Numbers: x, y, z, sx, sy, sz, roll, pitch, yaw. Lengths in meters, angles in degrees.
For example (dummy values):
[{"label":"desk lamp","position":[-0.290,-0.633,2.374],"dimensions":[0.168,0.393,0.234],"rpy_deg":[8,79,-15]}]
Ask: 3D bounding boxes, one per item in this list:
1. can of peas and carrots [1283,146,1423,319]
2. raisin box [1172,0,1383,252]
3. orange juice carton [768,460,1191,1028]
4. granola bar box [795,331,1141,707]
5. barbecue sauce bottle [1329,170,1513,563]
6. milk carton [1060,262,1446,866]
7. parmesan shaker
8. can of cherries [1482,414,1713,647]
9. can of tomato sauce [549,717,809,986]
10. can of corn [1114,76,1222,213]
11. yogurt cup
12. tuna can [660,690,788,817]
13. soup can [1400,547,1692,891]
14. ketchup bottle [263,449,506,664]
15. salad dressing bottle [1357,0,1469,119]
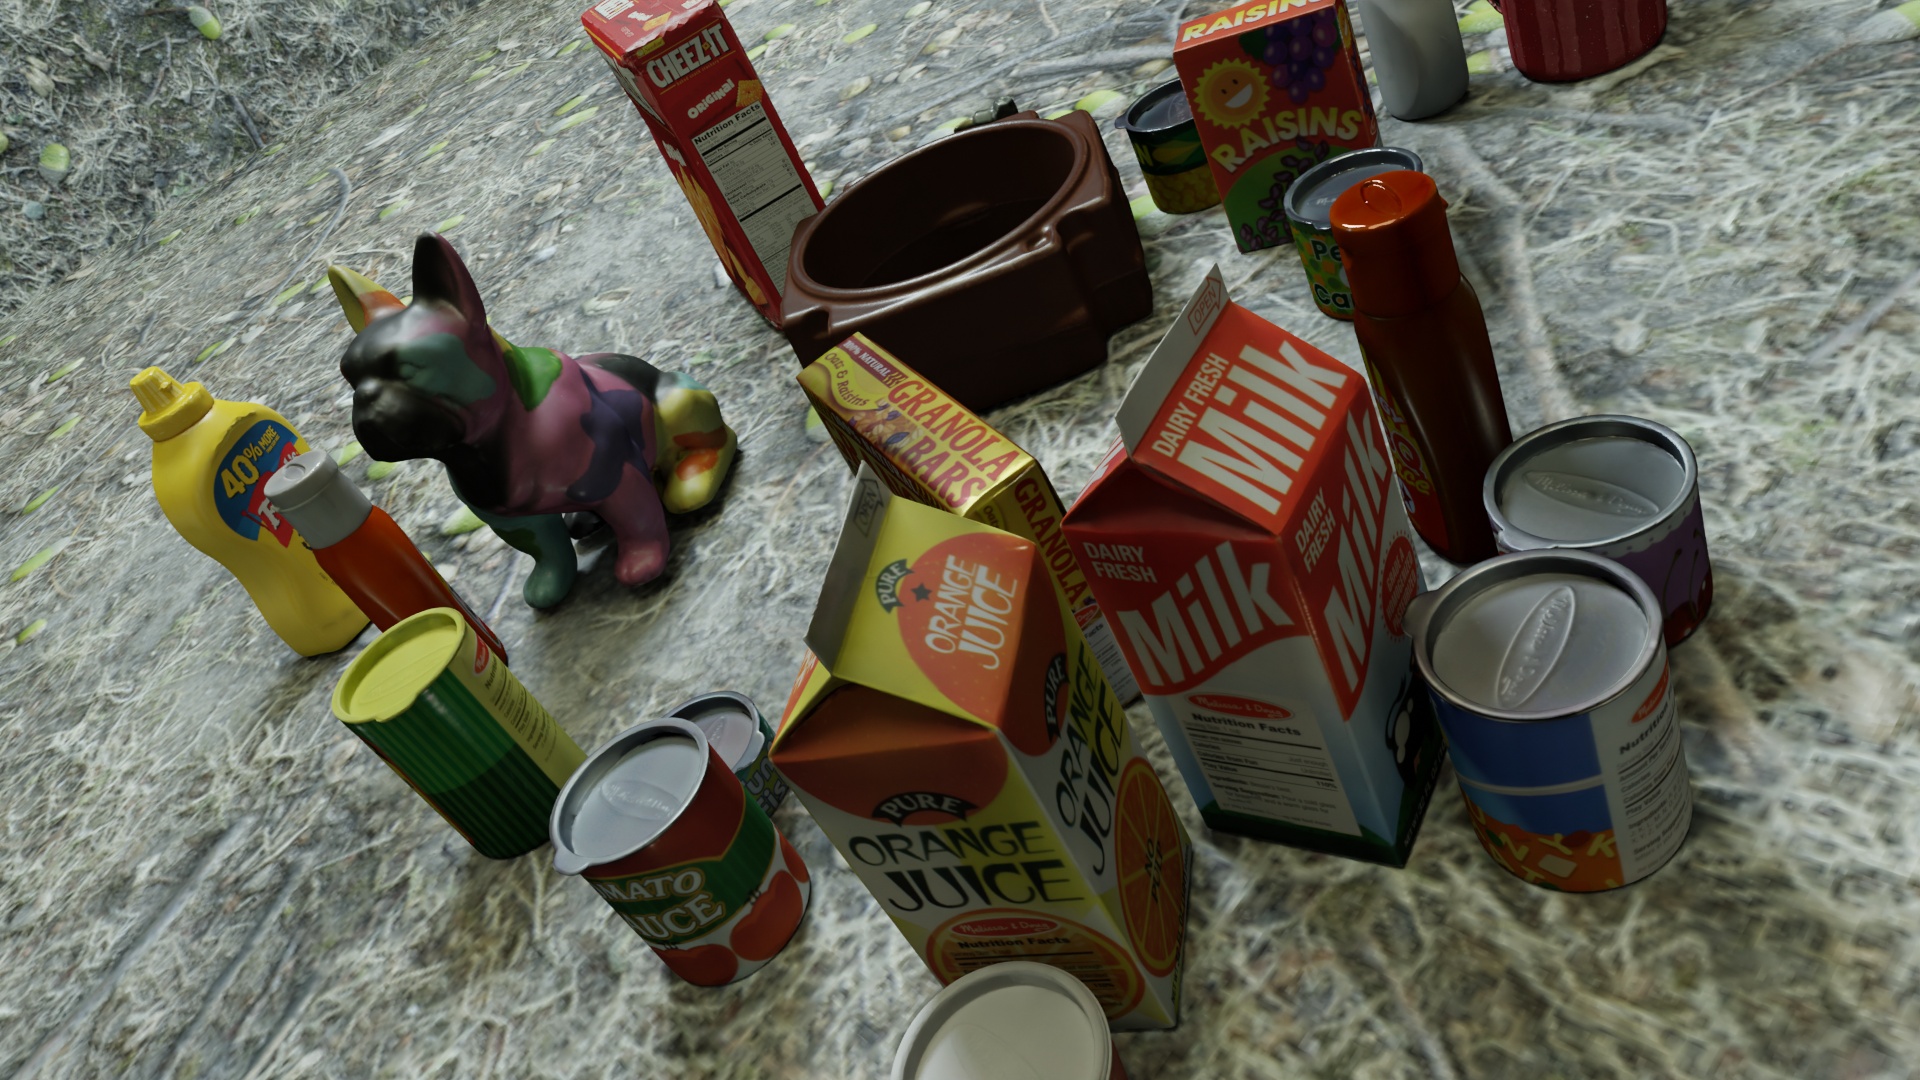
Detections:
[{"label":"can of peas and carrots","position":[0.197,-0.148,0.678],"dimensions":[0.071,0.058,0.071],"rpy_deg":[-19,36,14]},{"label":"raisin box","position":[0.172,-0.221,0.731],"dimensions":[0.086,0.123,0.040],"rpy_deg":[-9,40,27]},{"label":"orange juice carton","position":[0.005,0.069,0.422],"dimensions":[0.073,0.192,0.072],"rpy_deg":[-11,39,24]},{"label":"granola bar box","position":[0.002,-0.007,0.579],"dimensions":[0.039,0.123,0.166],"rpy_deg":[-36,35,-9]},{"label":"barbecue sauce bottle","position":[0.172,-0.063,0.510],"dimensions":[0.043,0.148,0.065],"rpy_deg":[-23,35,9]},{"label":"milk carton","position":[0.094,0.012,0.434],"dimensions":[0.073,0.189,0.073],"rpy_deg":[4,46,38]},{"label":"parmesan shaker","position":[-0.224,0.091,0.631],"dimensions":[0.071,0.102,0.072],"rpy_deg":[-19,36,15]},{"label":"can of cherries","position":[0.217,0.001,0.477],"dimensions":[0.071,0.058,0.072],"rpy_deg":[-19,36,14]},{"label":"can of tomato sauce","position":[-0.105,0.121,0.529],"dimensions":[0.071,0.082,0.071],"rpy_deg":[-19,36,15]},{"label":"can of corn","position":[0.135,-0.238,0.833],"dimensions":[0.071,0.058,0.071],"rpy_deg":[-19,36,14]},{"label":"yogurt cup","position":[0.020,0.167,0.409],"dimensions":[0.072,0.053,0.073],"rpy_deg":[-19,36,14]},{"label":"tuna can","position":[-0.107,0.100,0.600],"dimensions":[0.071,0.032,0.071],"rpy_deg":[-19,36,14]},{"label":"soup can","position":[0.176,0.054,0.417],"dimensions":[0.071,0.083,0.072],"rpy_deg":[-19,36,15]},{"label":"ketchup bottle","position":[-0.306,0.019,0.739],"dimensions":[0.065,0.148,0.044],"rpy_deg":[18,56,47]},{"label":"salad dressing bottle","position":[0.244,-0.309,0.771],"dimensions":[0.044,0.147,0.064],"rpy_deg":[-29,35,1]}]
